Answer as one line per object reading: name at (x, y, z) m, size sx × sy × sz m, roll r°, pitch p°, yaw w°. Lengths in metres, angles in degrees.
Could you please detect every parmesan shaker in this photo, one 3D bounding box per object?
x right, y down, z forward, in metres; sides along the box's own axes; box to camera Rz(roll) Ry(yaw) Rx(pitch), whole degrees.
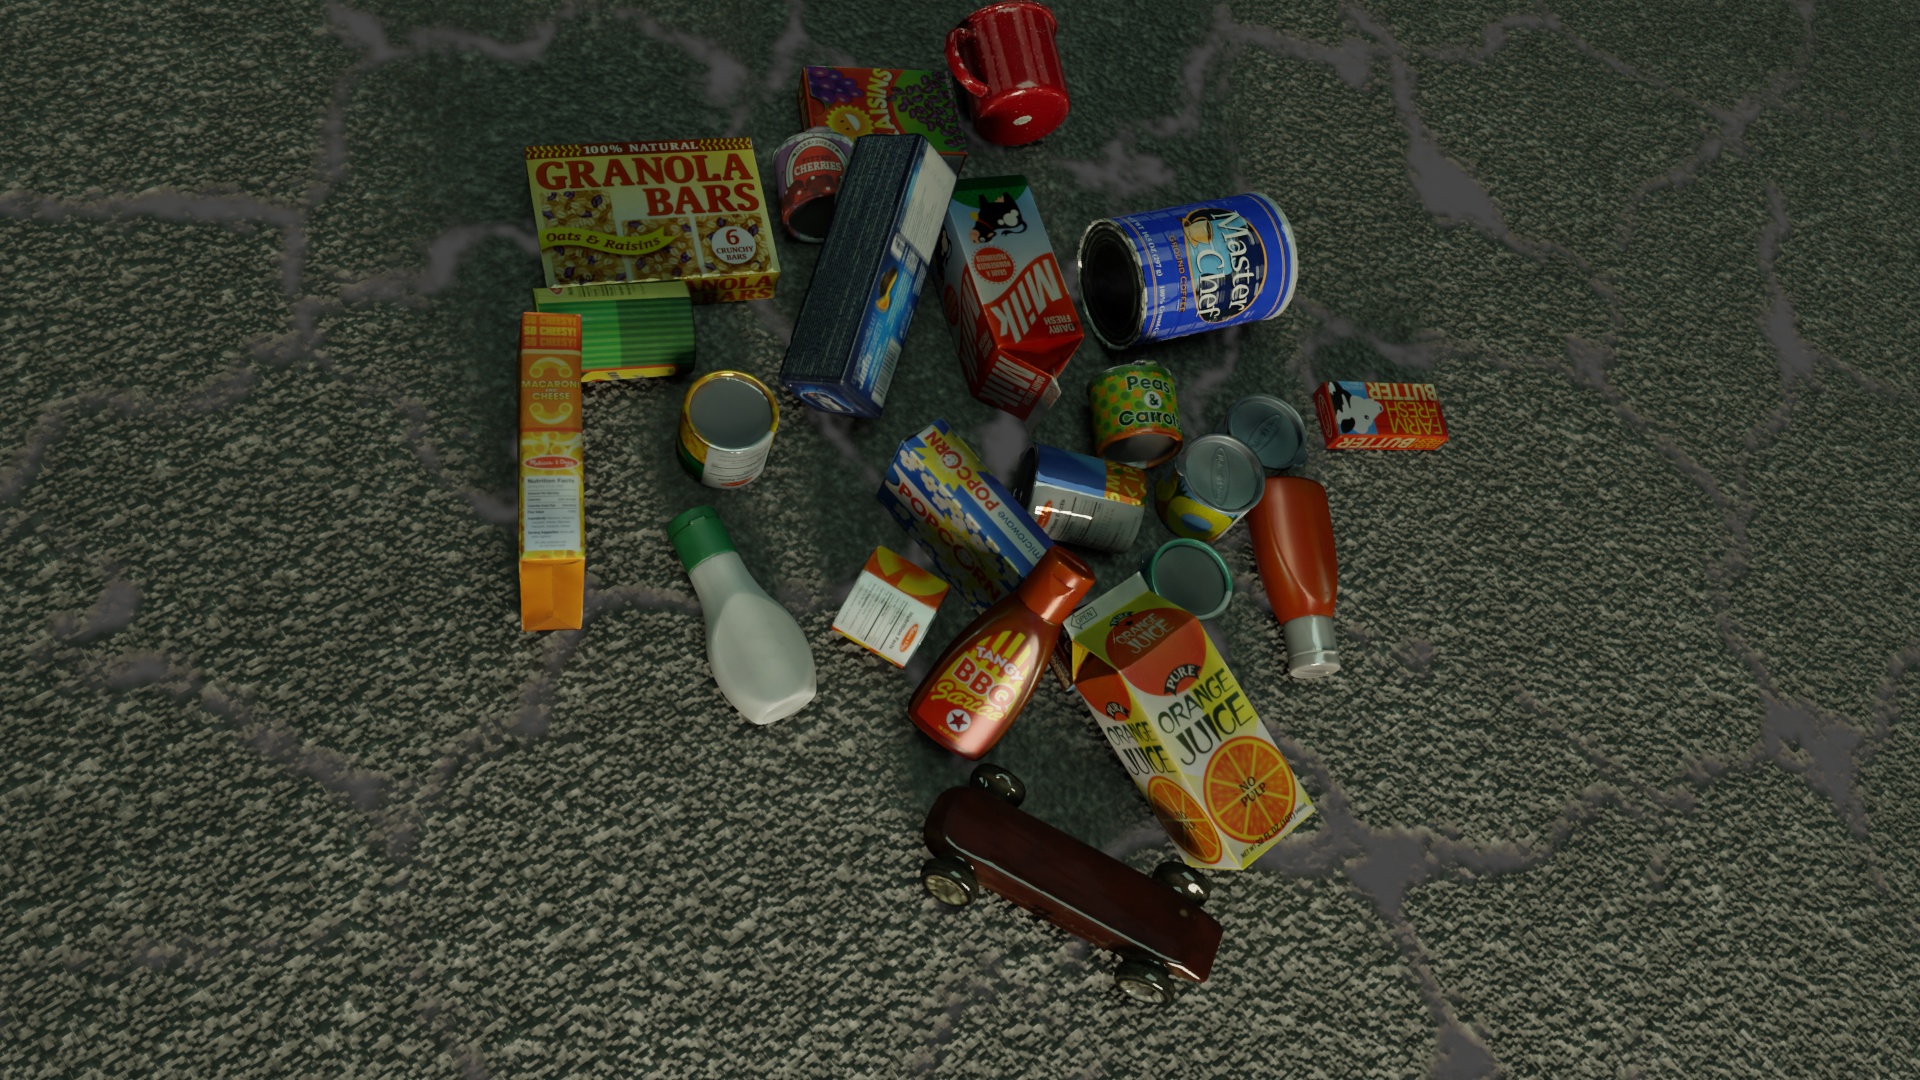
parmesan shaker at (-0.239, -0.143, 0.959) m, size 0.103 × 0.071 × 0.071 m, roll -6°, pitch 68°, yaw -19°

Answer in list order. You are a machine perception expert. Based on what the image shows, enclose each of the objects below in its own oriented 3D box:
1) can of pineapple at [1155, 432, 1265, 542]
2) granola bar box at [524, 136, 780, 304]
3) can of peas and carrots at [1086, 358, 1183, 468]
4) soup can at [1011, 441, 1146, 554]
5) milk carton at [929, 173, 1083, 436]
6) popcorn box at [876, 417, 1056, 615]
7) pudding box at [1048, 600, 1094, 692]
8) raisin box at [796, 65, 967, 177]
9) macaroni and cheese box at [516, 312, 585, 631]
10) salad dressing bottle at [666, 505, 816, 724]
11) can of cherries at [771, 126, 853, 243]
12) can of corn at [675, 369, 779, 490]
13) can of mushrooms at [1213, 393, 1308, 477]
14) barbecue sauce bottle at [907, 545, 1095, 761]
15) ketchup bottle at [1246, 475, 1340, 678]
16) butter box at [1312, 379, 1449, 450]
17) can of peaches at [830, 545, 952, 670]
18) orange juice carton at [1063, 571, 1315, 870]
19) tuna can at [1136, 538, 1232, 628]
can of pineapple at (0.184, -0.040, 1.037) m, size 0.071 × 0.057 × 0.071 m, roll 6°, pitch 65°, yaw -13°
granola bar box at (-0.227, -0.233, 1.021) m, size 0.166 × 0.039 × 0.124 m, roll -8°, pitch 69°, yaw -19°
can of peas and carrots at (0.132, -0.093, 1.040) m, size 0.071 × 0.070 × 0.059 m, roll 1°, pitch 67°, yaw -15°
soup can at (0.084, -0.032, 1.002) m, size 0.084 × 0.071 × 0.071 m, roll 12°, pitch 64°, yaw -11°
milk carton at (0.035, -0.177, 1.050) m, size 0.073 × 0.072 × 0.191 m, roll -10°, pitch 70°, yaw -20°
popcorn box at (0.003, -0.012, 0.959) m, size 0.038 × 0.085 × 0.127 m, roll -37°, pitch 80°, yaw -27°
pudding box at (0.100, 0.068, 0.981) m, size 0.084 × 0.030 × 0.050 m, roll -21°, pitch 75°, yaw -23°
raisin box at (-0.064, -0.333, 1.112) m, size 0.123 × 0.040 × 0.086 m, roll -4°, pitch 68°, yaw -16°
macaroni and cheese box at (-0.259, -0.041, 0.877) m, size 0.040 × 0.123 × 0.167 m, roll 0°, pitch 66°, yaw -17°
salad dressing bottle at (-0.147, 0.047, 0.914) m, size 0.064 × 0.043 × 0.148 m, roll -23°, pitch 73°, yaw -21°
can of cherries at (-0.107, -0.269, 1.053) m, size 0.071 × 0.071 × 0.058 m, roll -4°, pitch 68°, yaw -17°
can of corn at (-0.162, -0.079, 0.958) m, size 0.071 × 0.058 × 0.071 m, roll 6°, pitch 65°, yaw -13°
can of mushrooms at (0.234, -0.077, 1.082) m, size 0.071 × 0.033 × 0.071 m, roll 6°, pitch 64°, yaw -13°
barbecue sauce bottle at (0.030, 0.071, 0.903) m, size 0.065 × 0.044 × 0.148 m, roll 35°, pitch 107°, yaw -2°
ketchup bottle at (0.252, 0.027, 1.034) m, size 0.065 × 0.043 × 0.149 m, roll 7°, pitch 65°, yaw -24°
butter box at (0.342, -0.101, 1.129) m, size 0.104 × 0.024 × 0.053 m, roll 0°, pitch 66°, yaw -16°
can of peaches at (-0.046, 0.044, 0.933) m, size 0.058 × 0.071 × 0.071 m, roll 30°, pitch 62°, yaw -1°
orange juice carton at (0.144, 0.118, 0.924) m, size 0.072 × 0.073 × 0.192 m, roll -32°, pitch 90°, yaw -23°
tuna can at (0.161, 0.032, 1.013) m, size 0.071 × 0.032 × 0.071 m, roll 6°, pitch 65°, yaw -13°
